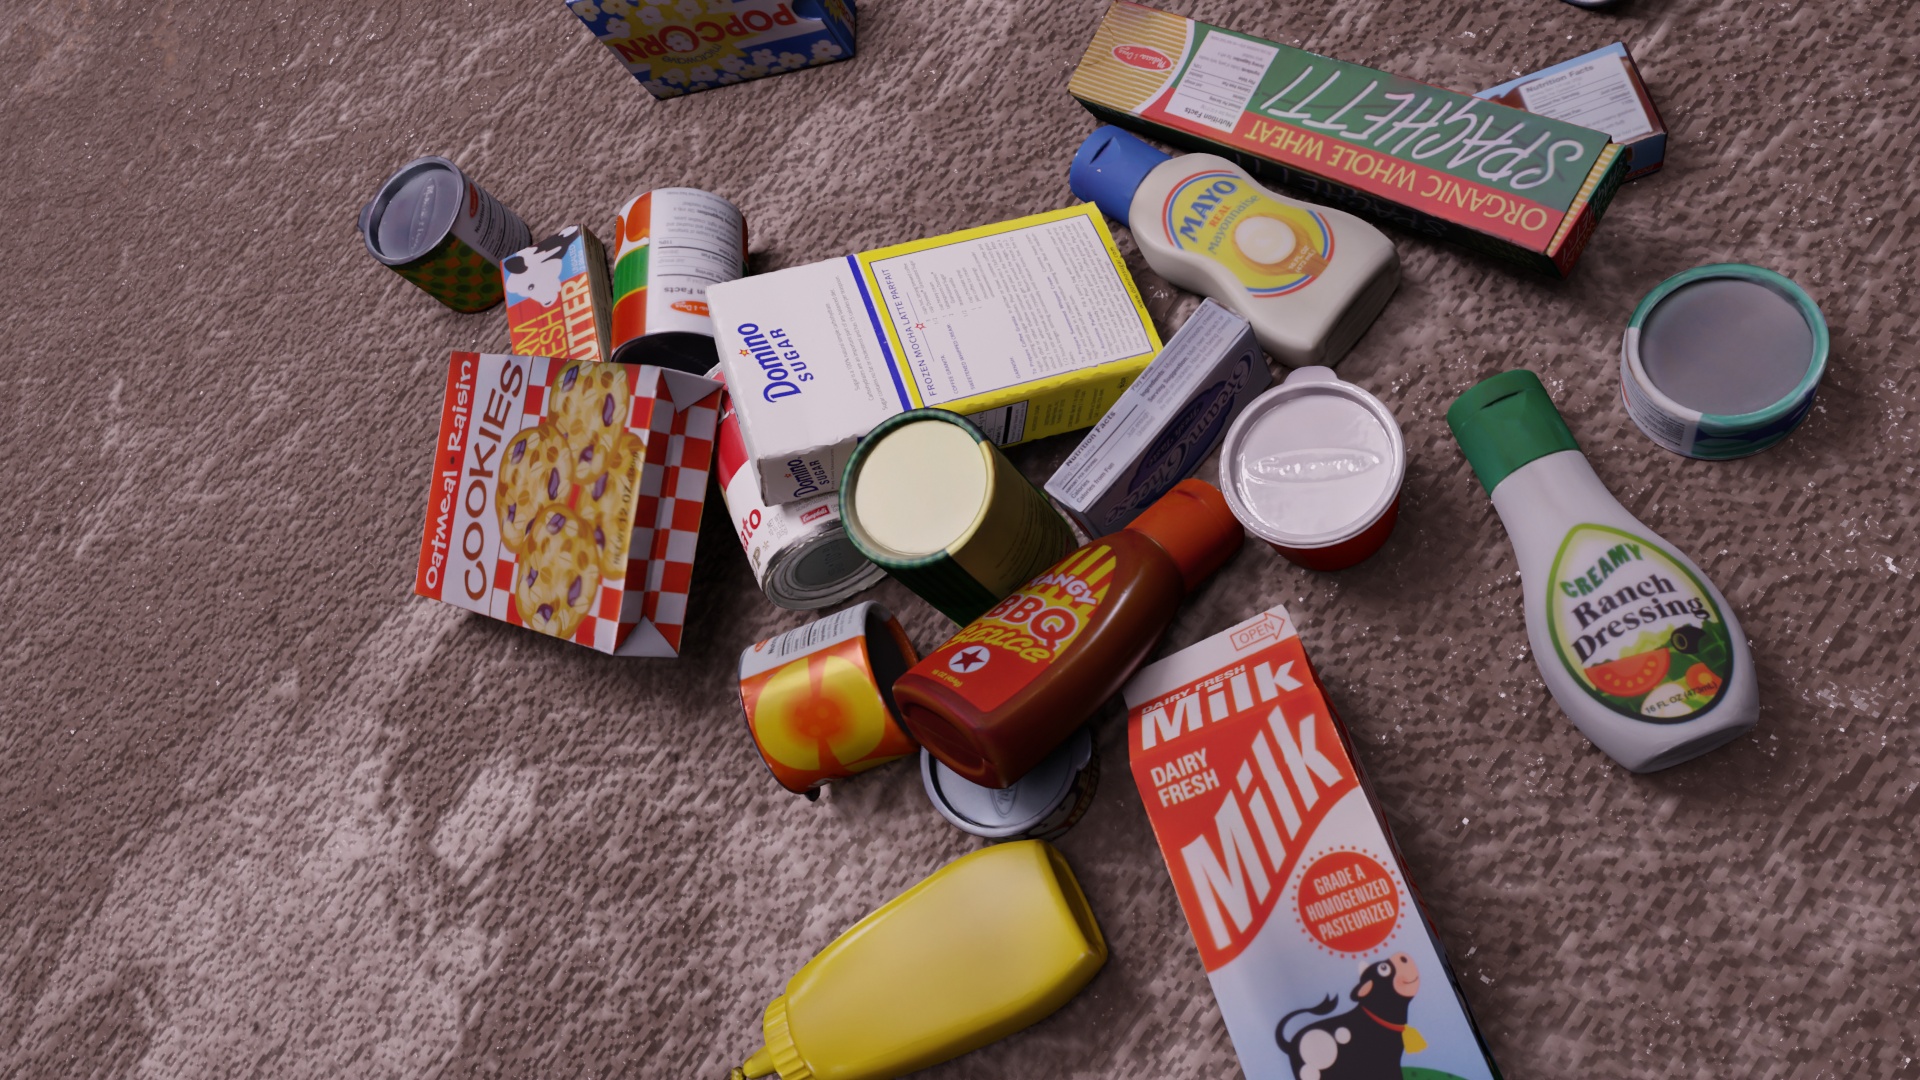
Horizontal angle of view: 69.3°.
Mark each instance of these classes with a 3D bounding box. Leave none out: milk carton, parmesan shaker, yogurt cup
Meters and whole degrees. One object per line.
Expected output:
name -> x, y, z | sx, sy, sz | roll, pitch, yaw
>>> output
milk carton -> 0.118, 0.119, 0.481 | 0.072, 0.073, 0.191 | -26, 63, 13
parmesan shaker -> 0.002, -0.007, 0.559 | 0.071, 0.103, 0.071 | -8, 68, 20
yogurt cup -> 0.139, -0.022, 0.537 | 0.072, 0.054, 0.072 | -8, 68, 20

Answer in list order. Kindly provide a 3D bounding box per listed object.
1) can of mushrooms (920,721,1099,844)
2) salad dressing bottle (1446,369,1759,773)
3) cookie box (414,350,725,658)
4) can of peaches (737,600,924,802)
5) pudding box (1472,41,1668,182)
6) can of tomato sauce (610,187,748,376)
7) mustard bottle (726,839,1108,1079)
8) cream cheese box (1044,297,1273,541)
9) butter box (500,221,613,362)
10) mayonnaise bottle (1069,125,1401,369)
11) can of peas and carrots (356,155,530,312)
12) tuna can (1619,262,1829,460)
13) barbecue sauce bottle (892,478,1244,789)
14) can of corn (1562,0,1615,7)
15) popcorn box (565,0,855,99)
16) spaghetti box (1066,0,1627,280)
can of mushrooms -> 0.023, 0.087, 0.555 | 0.071, 0.033, 0.071 | -8, 67, 20
salad dressing bottle -> 0.223, 0.007, 0.496 | 0.064, 0.044, 0.148 | -25, 63, 11
cookie box -> -0.185, -0.021, 0.642 | 0.167, 0.040, 0.123 | 9, 90, 40
can of peaches -> -0.050, 0.067, 0.576 | 0.058, 0.071, 0.071 | -22, 64, 13
pudding box -> 0.234, -0.162, 0.564 | 0.083, 0.030, 0.050 | -18, 66, 16
can of tomato sauce -> -0.138, -0.119, 0.683 | 0.071, 0.071, 0.083 | -12, 66, 18
mustard bottle -> -0.024, 0.173, 0.533 | 0.160, 0.048, 0.065 | -30, 63, 10
cream cheese box -> 0.083, -0.045, 0.569 | 0.024, 0.053, 0.104 | 40, 89, 29
butter box -> -0.210, -0.114, 0.733 | 0.053, 0.024, 0.104 | -22, 64, 13
mayonnaise bottle -> 0.111, -0.132, 0.597 | 0.148, 0.041, 0.065 | 39, 88, 29
can of peas and carrots -> -0.283, -0.166, 0.764 | 0.071, 0.058, 0.071 | -8, 68, 20
tuna can -> 0.280, -0.067, 0.507 | 0.071, 0.032, 0.071 | -8, 68, 20
barbecue sauce bottle -> 0.048, 0.031, 0.531 | 0.149, 0.043, 0.065 | -37, 32, -24
can of corn -> 0.267, -0.264, 0.569 | 0.058, 0.071, 0.071 | -47, 61, 0
popcorn box -> -0.129, -0.282, 0.729 | 0.126, 0.085, 0.038 | -4, 69, 21
spaghetti box -> 0.149, -0.173, 0.580 | 0.250, 0.028, 0.050 | 34, 97, 38
